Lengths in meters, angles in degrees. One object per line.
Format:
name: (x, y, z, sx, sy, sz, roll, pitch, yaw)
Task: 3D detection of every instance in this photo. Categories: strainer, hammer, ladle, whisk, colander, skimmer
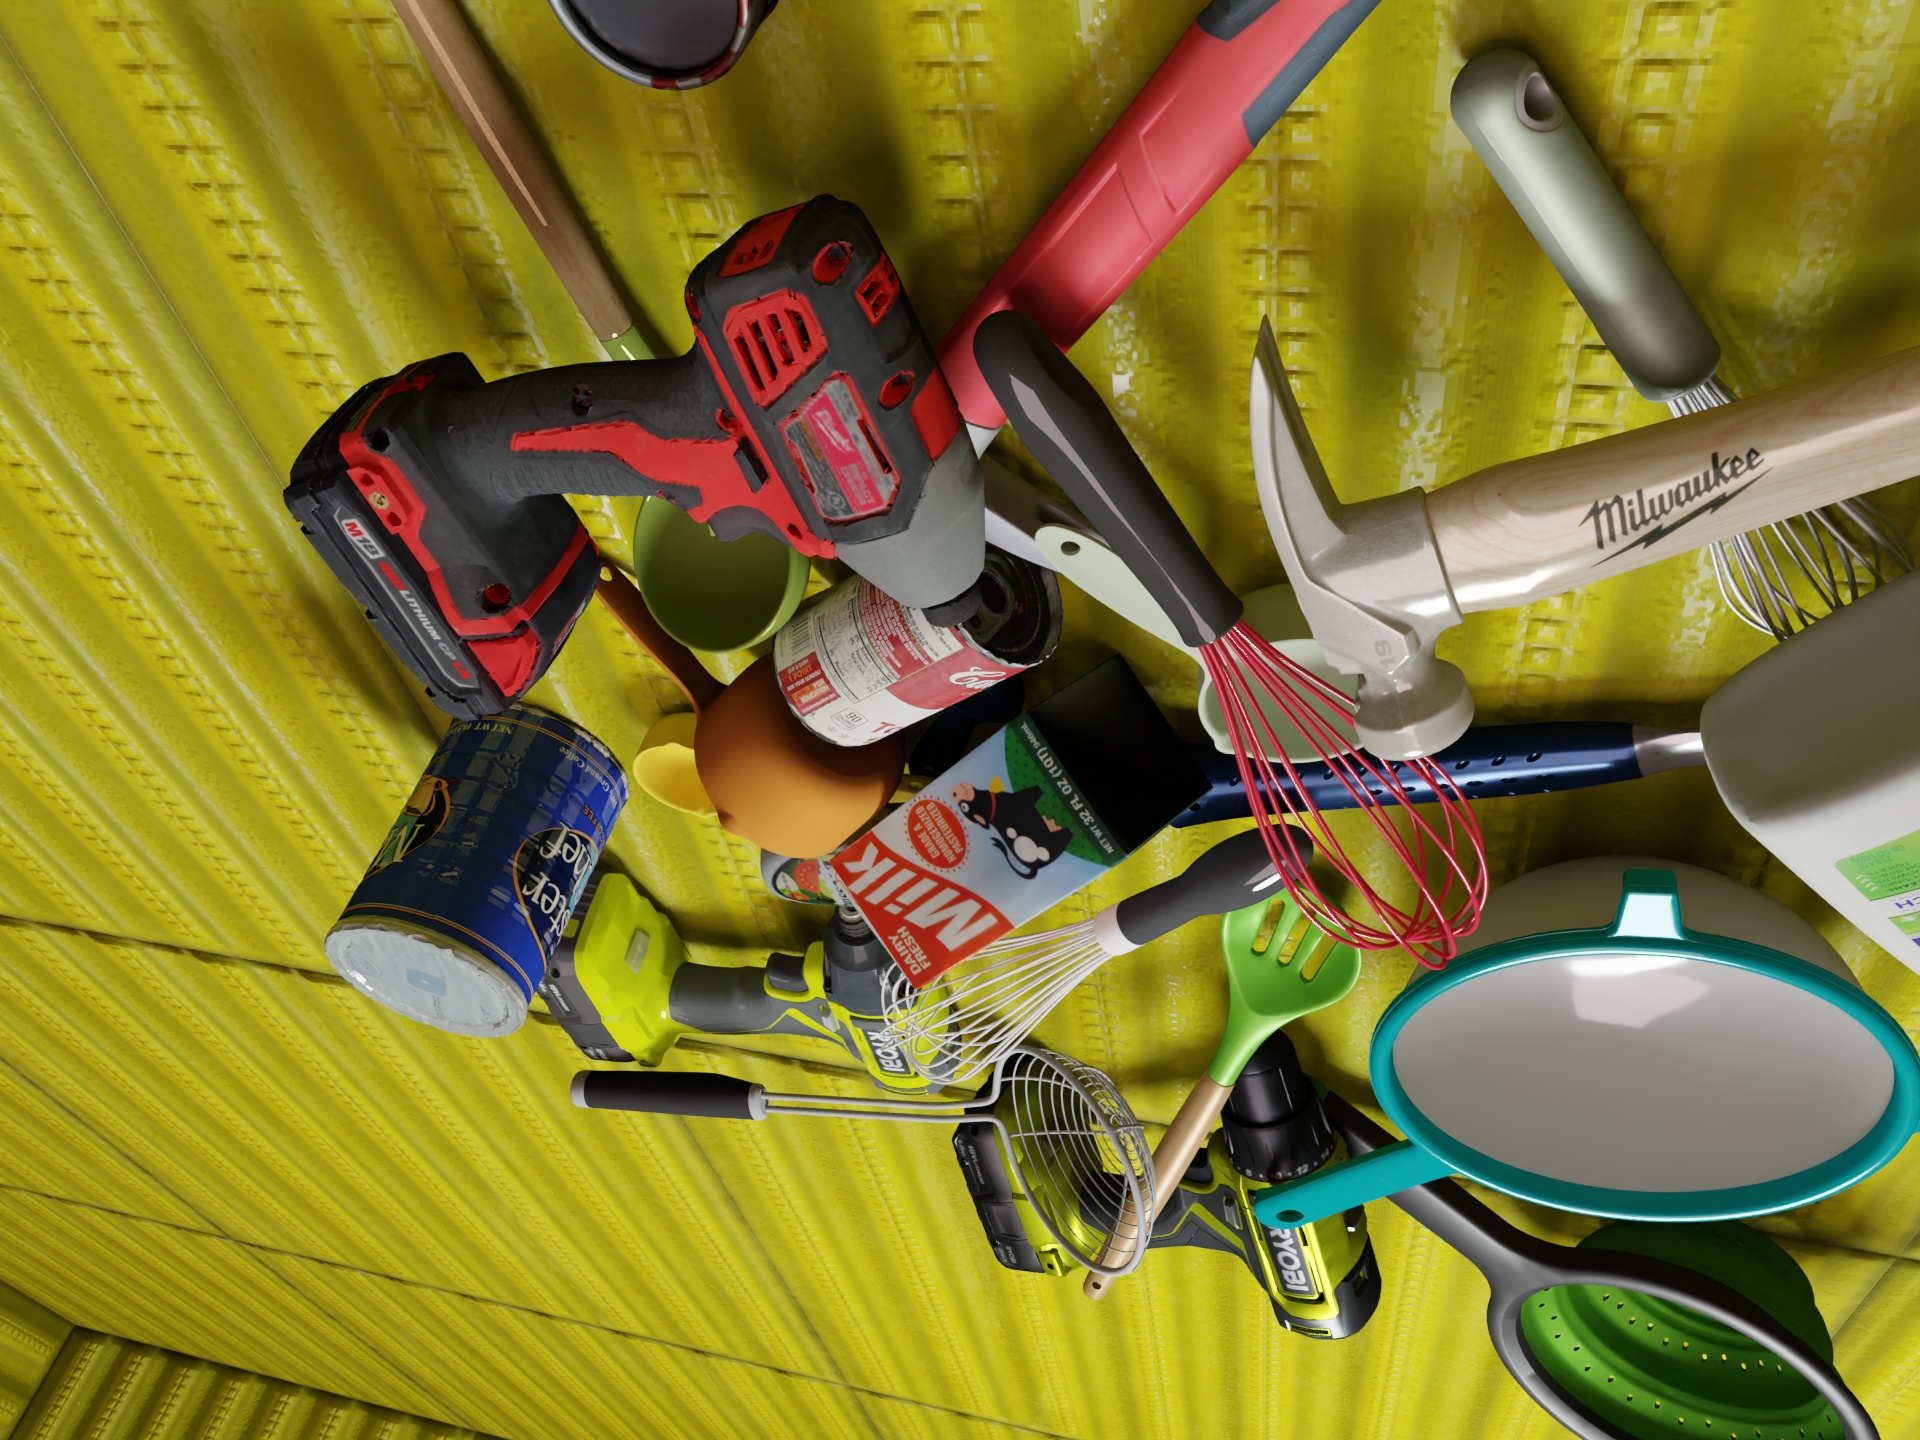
strainer: (0.255, 0.153, 0.731, 0.211, 0.095, 0.340, 31, 139, -15)
hammer: (0.087, -0.169, 0.442, 0.143, 0.038, 0.386, 29, 143, -16)
ladle: (-0.138, -0.151, 0.550, 0.078, 0.062, 0.319, -1, 137, 27)
hammer: (0.270, 0.015, 0.604, 0.405, 0.035, 0.143, -6, 137, 29)
whisk: (0.053, 0.107, 0.745, 0.070, 0.070, 0.284, 35, 135, -22)
hammer: (0.281, -0.098, 0.405, 0.410, 0.038, 0.146, -15, 120, 25)
colander: (0.348, 0.294, 0.905, 0.397, 0.094, 0.204, 37, 144, 5)
whisk: (0.217, -0.098, 0.473, 0.246, 0.058, 0.059, 44, 157, -24)
skimmer: (-0.067, 0.230, 0.874, 0.363, 0.090, 0.127, -1, 112, 19)
whisk: (0.097, -0.019, 0.540, 0.073, 0.073, 0.295, -20, 120, 40)

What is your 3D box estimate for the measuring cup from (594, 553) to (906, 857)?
measuring cup: (-0.095, -0.020, 0.694, 0.173, 0.095, 0.052, 47, 131, -7)

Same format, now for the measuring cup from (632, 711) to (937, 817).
measuring cup: (-0.082, 0.021, 0.778, 0.156, 0.029, 0.062, 2, 142, 10)

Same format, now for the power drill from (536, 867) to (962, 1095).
power drill: (-0.121, 0.146, 0.913, 0.223, 0.080, 0.171, 2, 142, 15)

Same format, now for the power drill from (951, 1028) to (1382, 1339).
power drill: (0.115, 0.253, 0.914, 0.228, 0.080, 0.190, -5, 114, 35)

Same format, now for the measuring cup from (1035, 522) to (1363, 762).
measuring cup: (0.094, -0.040, 0.590, 0.167, 0.038, 0.083, 30, 136, -26)

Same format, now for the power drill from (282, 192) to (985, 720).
power drill: (-0.100, -0.076, 0.534, 0.220, 0.079, 0.143, -11, 126, 25)

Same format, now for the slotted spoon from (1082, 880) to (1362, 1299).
slotted spoon: (0.123, 0.200, 0.827, 0.070, 0.031, 0.313, 30, 122, 14)

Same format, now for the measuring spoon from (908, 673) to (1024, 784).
measuring spoon: (-0.001, -0.002, 0.721, 0.042, 0.021, 0.128, 26, 153, -4)
